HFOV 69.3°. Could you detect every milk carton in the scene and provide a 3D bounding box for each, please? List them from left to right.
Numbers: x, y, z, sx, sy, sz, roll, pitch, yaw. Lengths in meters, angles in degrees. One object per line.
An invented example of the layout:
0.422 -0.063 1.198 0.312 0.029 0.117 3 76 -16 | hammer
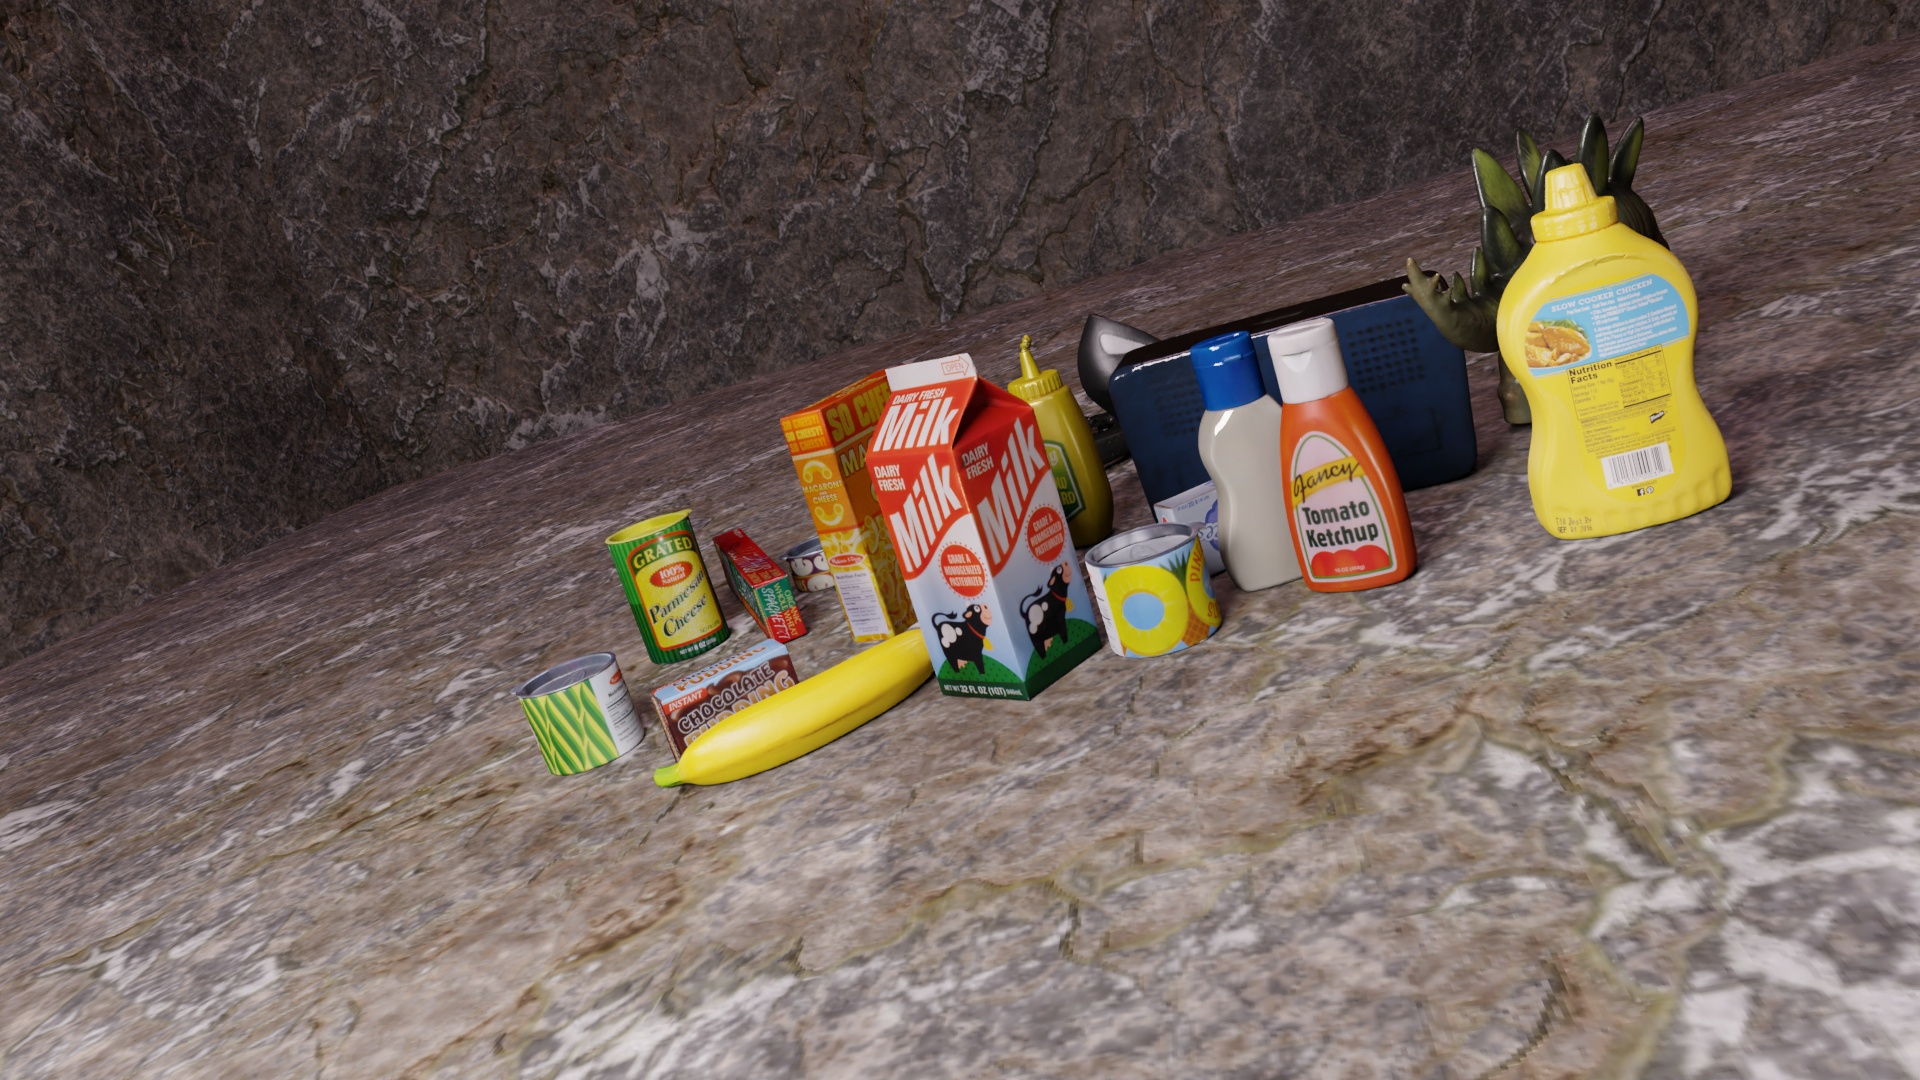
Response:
0.009 -0.011 0.786 0.072 0.190 0.074 -4 19 45 | milk carton

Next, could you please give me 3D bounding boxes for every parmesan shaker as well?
-0.224 0.036 1.080 0.071 0.103 0.071 -17 13 4 | parmesan shaker

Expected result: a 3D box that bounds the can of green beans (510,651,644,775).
-0.246 0.112 0.903 0.071 0.057 0.071 -17 13 4 | can of green beans

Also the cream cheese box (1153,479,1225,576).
0.176 -0.015 0.884 0.104 0.053 0.024 -23 14 -21 | cream cheese box

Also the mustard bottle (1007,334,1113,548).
0.065 -0.073 1.023 0.065 0.160 0.049 -10 15 30 | mustard bottle

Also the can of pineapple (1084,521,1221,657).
0.111 0.027 0.788 0.071 0.057 0.071 -17 13 4 | can of pineapple

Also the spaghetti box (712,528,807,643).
-0.167 0.034 1.129 0.029 0.050 0.250 -21 14 -13 | spaghetti box

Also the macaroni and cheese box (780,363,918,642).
-0.055 -0.029 0.988 0.040 0.166 0.124 -9 16 33 | macaroni and cheese box

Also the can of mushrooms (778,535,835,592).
-0.114 0.017 1.163 0.071 0.033 0.071 -17 14 4 | can of mushrooms

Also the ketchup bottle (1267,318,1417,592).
0.206 -0.047 0.769 0.064 0.148 0.044 -9 16 32 | ketchup bottle

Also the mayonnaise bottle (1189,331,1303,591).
0.171 -0.047 0.816 0.065 0.147 0.041 -18 13 -1 | mayonnaise bottle

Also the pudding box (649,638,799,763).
-0.139 0.098 0.840 0.084 0.049 0.030 -24 14 -23 | pudding box
